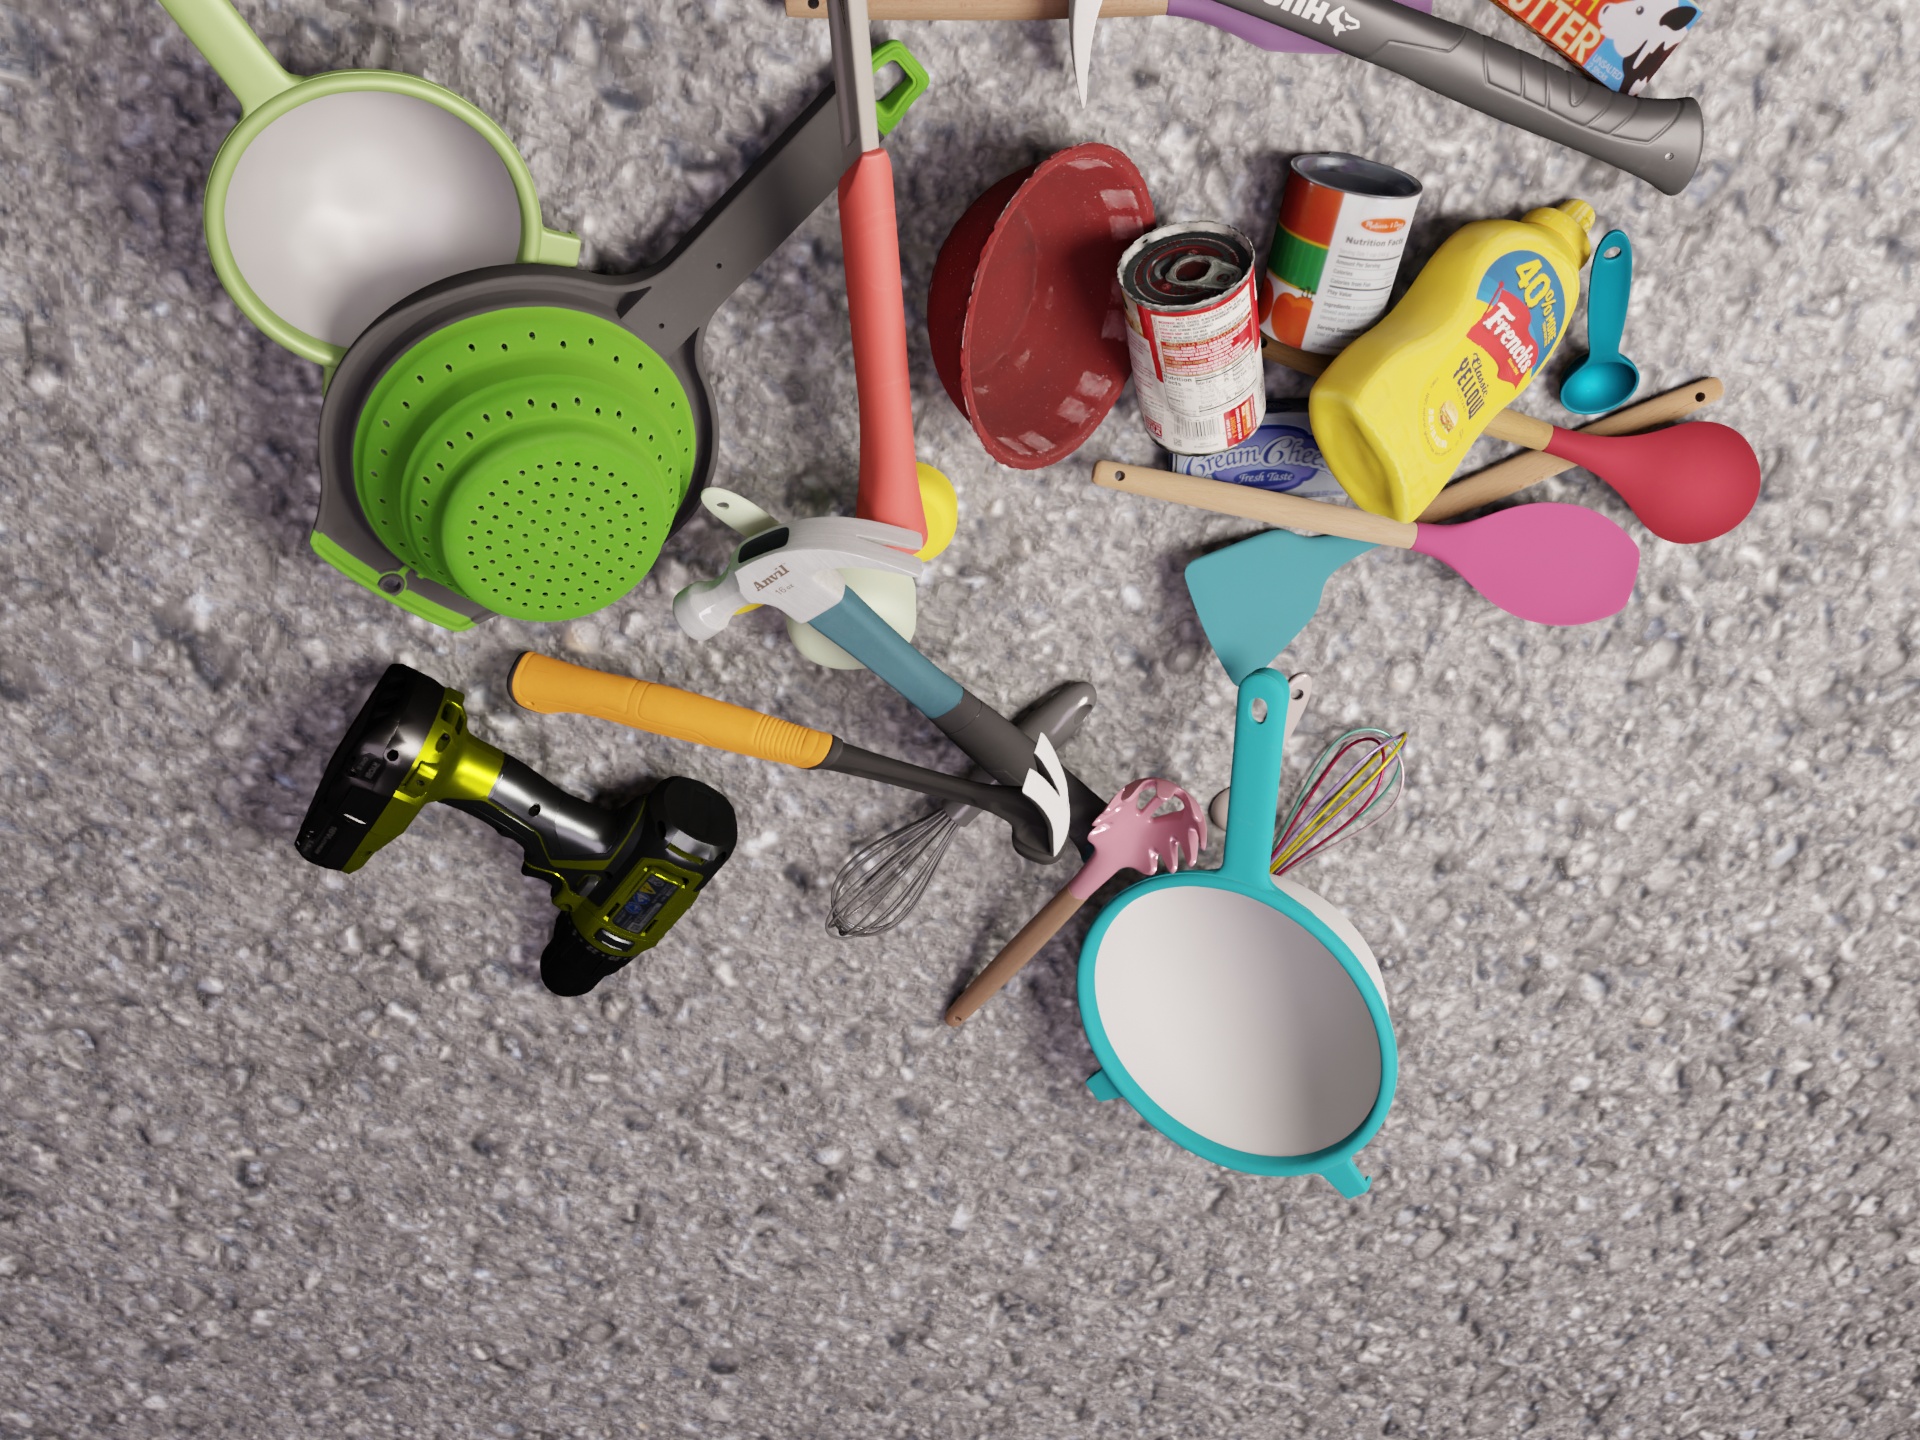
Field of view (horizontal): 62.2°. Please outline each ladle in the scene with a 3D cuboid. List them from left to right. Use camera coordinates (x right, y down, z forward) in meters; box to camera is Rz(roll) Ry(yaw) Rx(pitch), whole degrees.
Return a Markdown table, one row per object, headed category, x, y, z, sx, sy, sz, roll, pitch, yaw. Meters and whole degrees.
| category | x | y | z | sx | sy | sz | roll | pitch | yaw |
| --- | --- | --- | --- | --- | --- | --- | --- | --- | --- |
| ladle | 0.299 | -0.165 | 0.876 | 0.315 | 0.031 | 0.069 | 17 | 105 | -5 |

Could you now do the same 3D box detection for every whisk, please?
| category | x | y | z | sx | sy | sz | roll | pitch | yaw |
| --- | --- | --- | --- | --- | --- | --- | --- | --- | --- |
| whisk | -0.001 | 0.059 | 1.005 | 0.055 | 0.055 | 0.239 | 39 | 108 | -24 |
| whisk | 0.207 | 0.093 | 1.042 | 0.051 | 0.047 | 0.245 | 27 | 120 | -20 |

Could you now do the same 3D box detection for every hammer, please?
| category | x | y | z | sx | sy | sz | roll | pitch | yaw |
| --- | --- | --- | --- | --- | --- | --- | --- | --- | --- |
| hammer | -0.103 | 0.010 | 0.896 | 0.337 | 0.034 | 0.127 | 14 | 159 | 12 |
| hammer | -0.038 | -0.216 | 0.732 | 0.036 | 0.149 | 0.358 | -22 | 138 | -18 |
| hammer | -0.001 | -0.003 | 0.911 | 0.128 | 0.033 | 0.330 | -29 | 130 | 28 |
| hammer | 0.209 | -0.318 | 0.759 | 0.334 | 0.035 | 0.146 | 15 | 132 | -15 |

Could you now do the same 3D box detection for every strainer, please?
| category | x | y | z | sx | sy | sz | roll | pitch | yaw |
| --- | --- | --- | --- | --- | --- | --- | --- | --- | --- |
| strainer | -0.304 | -0.278 | 0.729 | 0.151 | 0.069 | 0.256 | -31 | 137 | 2 |
| strainer | 0.187 | 0.116 | 0.982 | 0.211 | 0.095 | 0.340 | 15 | 118 | 29 |

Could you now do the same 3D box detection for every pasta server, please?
| category | x | y | z | sx | sy | sz | roll | pitch | yaw |
| --- | --- | --- | --- | --- | --- | --- | --- | --- | --- |
| pasta server | 0.059 | 0.125 | 1.000 | 0.060 | 0.040 | 0.316 | 31 | 135 | -6 |

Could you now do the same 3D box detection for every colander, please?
| category | x | y | z | sx | sy | sz | roll | pitch | yaw |
| --- | --- | --- | --- | --- | --- | --- | --- | --- | --- |
| colander | -0.154 | -0.172 | 0.792 | 0.397 | 0.095 | 0.204 | -42 | 136 | 12 |

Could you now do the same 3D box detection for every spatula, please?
| category | x | y | z | sx | sy | sz | roll | pitch | yaw |
| --- | --- | --- | --- | --- | --- | --- | --- | --- | --- |
| spatula | 0.074 | -0.351 | 0.767 | 0.316 | 0.018 | 0.059 | -3 | 114 | -3 |
| spatula | 0.285 | -0.121 | 0.911 | 0.317 | 0.044 | 0.082 | -24 | 106 | 9 |

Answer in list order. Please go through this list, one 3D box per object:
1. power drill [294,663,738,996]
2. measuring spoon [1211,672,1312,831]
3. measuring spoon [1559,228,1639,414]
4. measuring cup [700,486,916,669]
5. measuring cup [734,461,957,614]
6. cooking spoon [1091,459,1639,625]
| category | x | y | z | sx | sy | sz | roll | pitch | yaw |
| --- | --- | --- | --- | --- | --- | --- | --- | --- | --- |
| power drill | -0.277 | 0.079 | 0.977 | 0.228 | 0.080 | 0.190 | 29 | 124 | -23 |
| measuring spoon | 0.195 | 0.025 | 1.011 | 0.034 | 0.018 | 0.124 | 14 | 119 | -12 |
| measuring spoon | 0.342 | -0.215 | 0.848 | 0.042 | 0.021 | 0.128 | -9 | 144 | 11 |
| measuring cup | -0.086 | -0.075 | 0.876 | 0.083 | 0.038 | 0.167 | -21 | 148 | 25 |
| measuring cup | -0.072 | -0.094 | 0.910 | 0.156 | 0.029 | 0.062 | -27 | 120 | 11 |
| cooking spoon | 0.229 | -0.109 | 0.892 | 0.319 | 0.017 | 0.068 | 10 | 101 | -6 |
